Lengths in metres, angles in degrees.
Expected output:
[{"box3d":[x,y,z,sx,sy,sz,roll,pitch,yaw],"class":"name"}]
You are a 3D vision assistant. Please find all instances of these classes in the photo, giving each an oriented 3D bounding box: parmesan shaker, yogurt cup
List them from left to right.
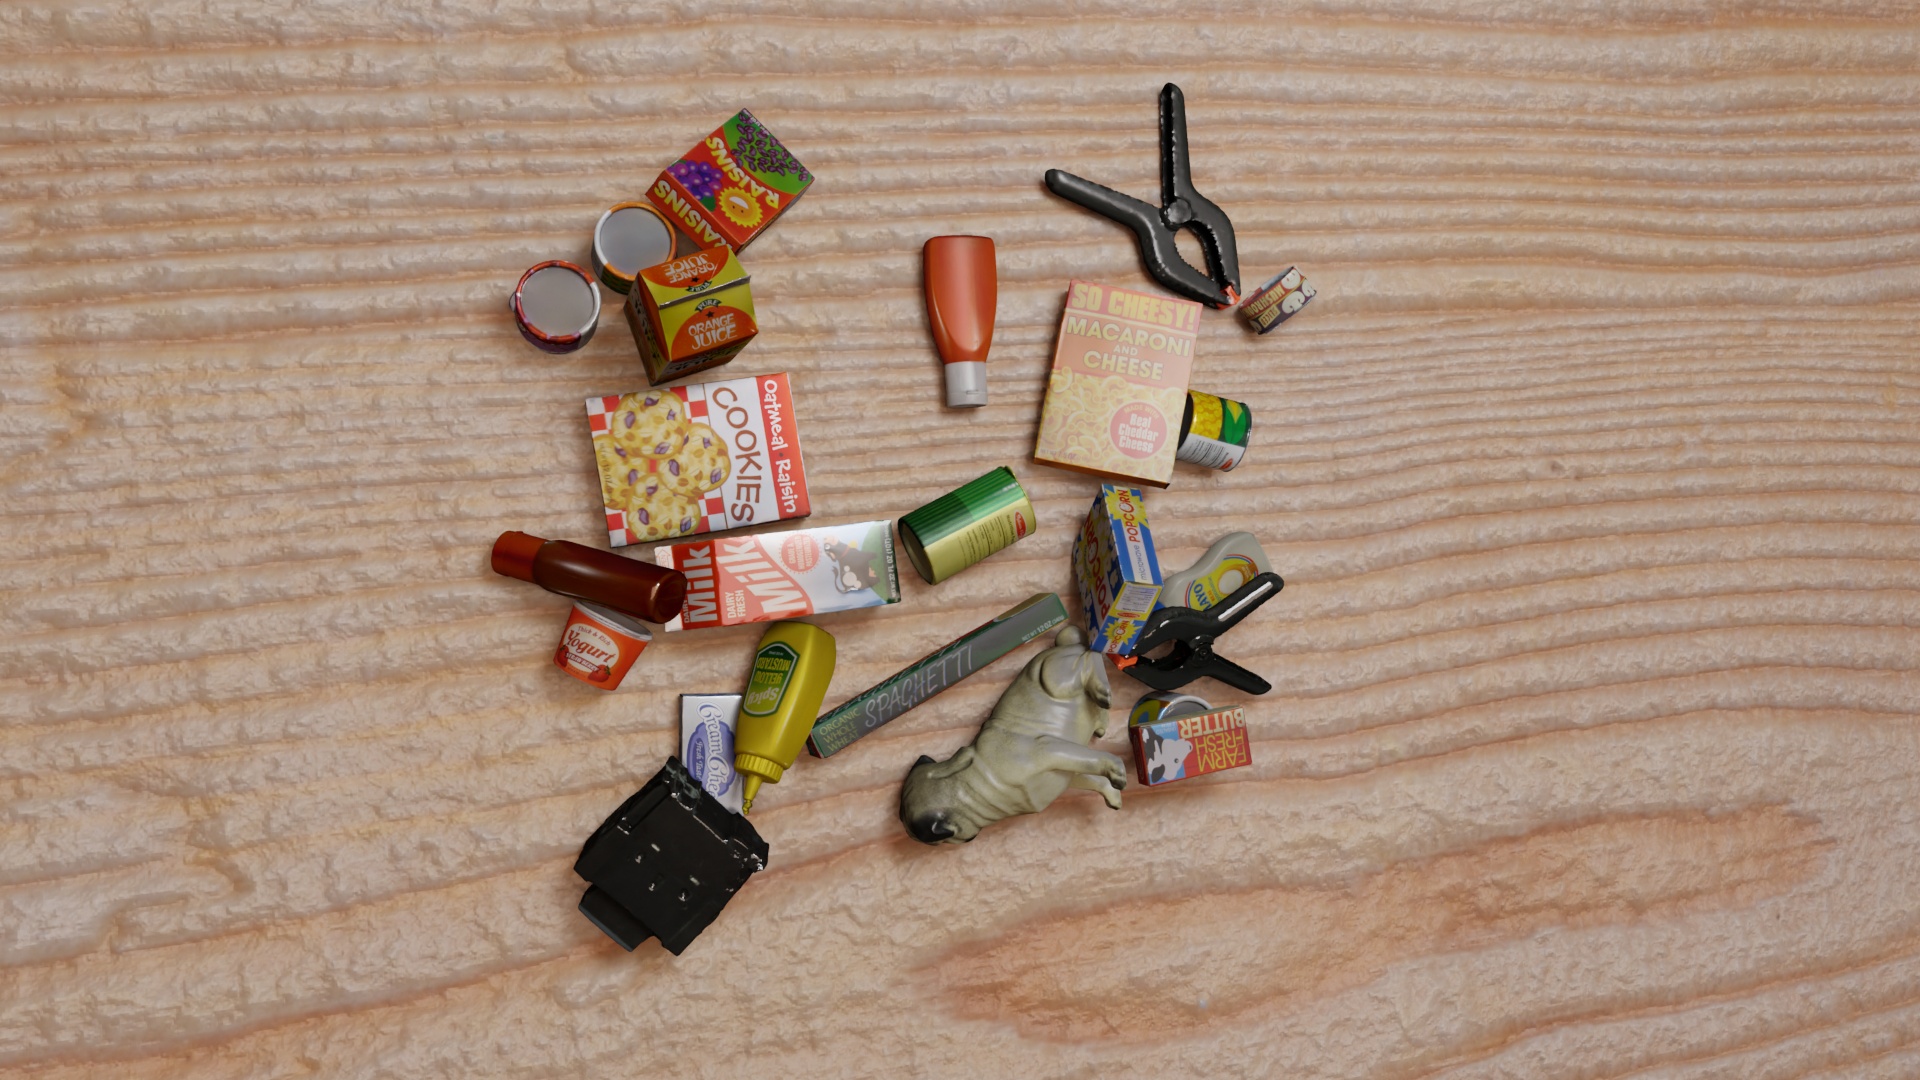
[{"box3d":[-0.289,0.085,1.110,0.072,0.072,0.054,27,88,-14],"class":"yogurt cup"},{"box3d":[0.004,-0.015,1.200,0.103,0.071,0.071,-27,95,-16],"class":"parmesan shaker"}]

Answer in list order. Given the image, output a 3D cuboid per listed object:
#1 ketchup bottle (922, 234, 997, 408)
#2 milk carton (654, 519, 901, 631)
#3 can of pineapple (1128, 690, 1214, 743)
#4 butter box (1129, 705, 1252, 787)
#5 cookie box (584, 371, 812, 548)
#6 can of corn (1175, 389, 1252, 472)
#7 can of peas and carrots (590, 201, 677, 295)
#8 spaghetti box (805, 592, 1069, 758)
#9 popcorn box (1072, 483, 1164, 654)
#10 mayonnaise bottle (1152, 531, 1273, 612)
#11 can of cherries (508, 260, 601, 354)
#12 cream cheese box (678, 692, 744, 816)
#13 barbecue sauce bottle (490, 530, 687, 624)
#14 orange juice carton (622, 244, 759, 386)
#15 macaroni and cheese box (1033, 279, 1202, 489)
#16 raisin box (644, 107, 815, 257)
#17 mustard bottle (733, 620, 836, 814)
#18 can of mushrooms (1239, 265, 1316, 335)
[{"box3d":[0.002,-0.192,1.222,0.065,0.043,0.148,-3,88,-16],"class":"ketchup bottle"},{"box3d":[-0.152,0.029,1.148,0.191,0.073,0.072,-8,90,-17],"class":"milk carton"},{"box3d":[0.193,0.172,1.253,0.071,0.058,0.071,1,87,-17],"class":"can of pineapple"},{"box3d":[0.202,0.178,1.211,0.104,0.024,0.053,-9,90,-18],"class":"butter box"},{"box3d":[-0.216,-0.067,1.152,0.168,0.040,0.123,-10,90,-16],"class":"cookie box"},{"box3d":[0.225,-0.103,1.274,0.058,0.071,0.071,13,84,-16],"class":"can of corn"},{"box3d":[-0.265,-0.238,1.136,0.071,0.058,0.071,1,88,-17],"class":"can of peas and carrots"},{"box3d":[-0.021,0.114,1.196,0.251,0.050,0.028,-28,94,-16],"class":"spaghetti box"},{"box3d":[0.134,0.024,1.197,0.038,0.084,0.127,9,41,-13],"class":"popcorn box"},{"box3d":[0.217,0.052,1.275,0.148,0.041,0.064,-31,102,-15],"class":"mayonnaise bottle"},{"box3d":[-0.326,-0.187,1.114,0.071,0.058,0.071,1,87,-17],"class":"can of cherries"},{"box3d":[-0.206,0.178,1.150,0.053,0.024,0.104,0,87,-18],"class":"cream cheese box"},{"box3d":[-0.294,0.026,1.093,0.148,0.065,0.043,15,94,11],"class":"barbecue sauce bottle"},{"box3d":[-0.210,-0.175,1.079,0.072,0.192,0.073,-21,95,-17],"class":"orange juice carton"},{"box3d":[0.141,-0.140,1.247,0.124,0.040,0.166,11,83,2],"class":"macaroni and cheese box"},{"box3d":[-0.188,-0.291,1.144,0.086,0.040,0.124,44,46,-11],"class":"raisin box"},{"box3d":[-0.151,0.145,1.133,0.048,0.065,0.161,41,57,-46],"class":"mustard bottle"},{"box3d":[0.296,-0.224,1.299,0.071,0.071,0.033,-41,98,-14],"class":"can of mushrooms"}]
